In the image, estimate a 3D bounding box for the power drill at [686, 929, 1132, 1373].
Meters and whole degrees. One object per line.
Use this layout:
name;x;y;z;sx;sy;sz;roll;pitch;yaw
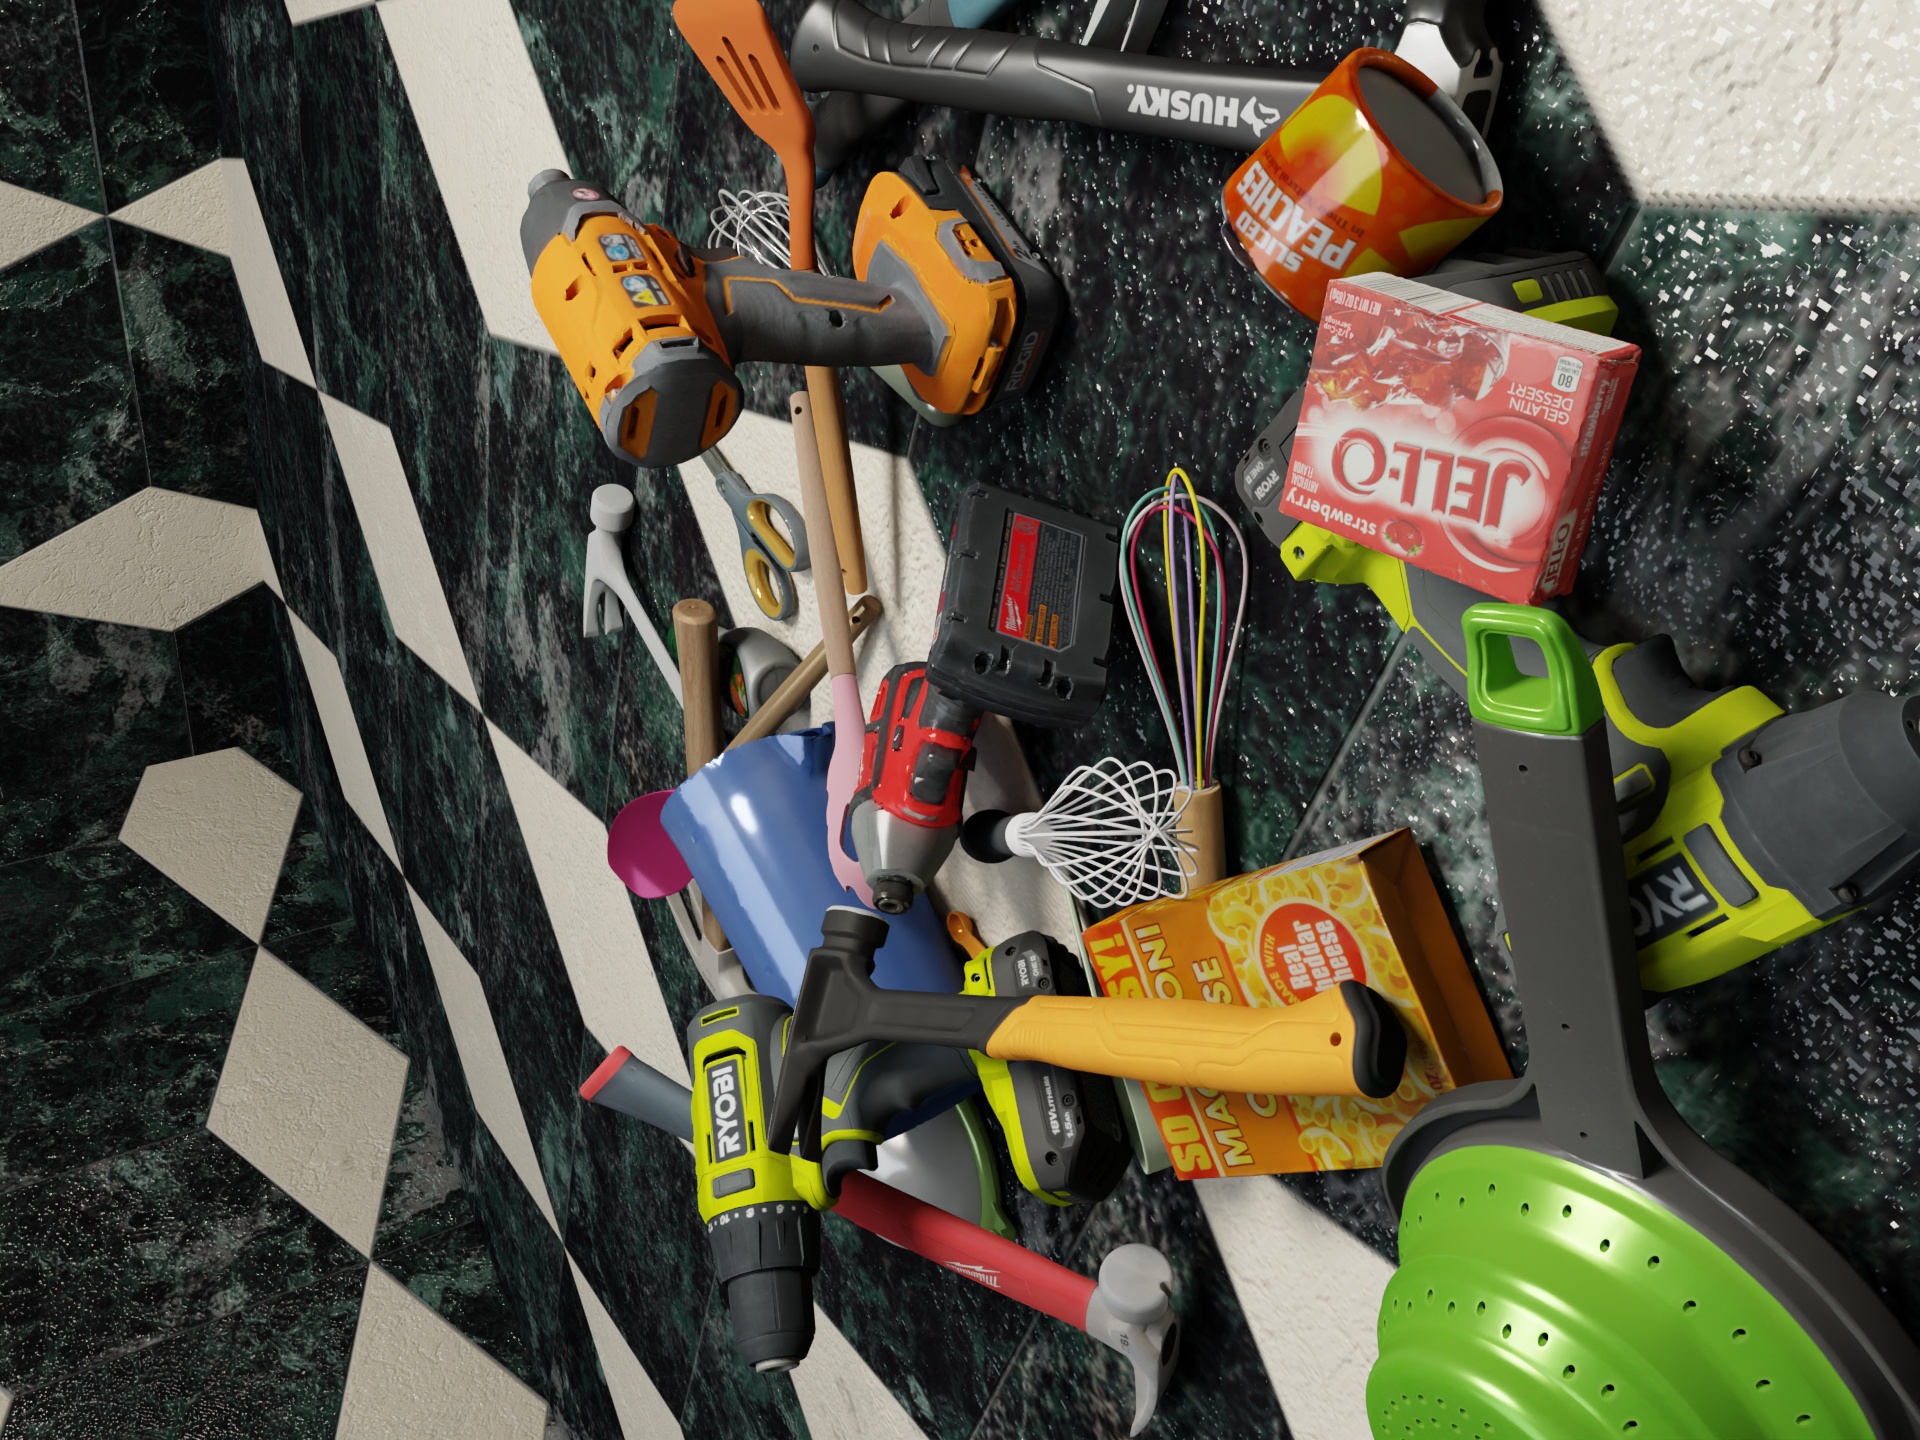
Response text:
power drill;-0.035;0.218;0.824;0.080;0.228;0.191;45;-151;-55

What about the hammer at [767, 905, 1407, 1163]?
hammer;0.038;0.143;0.695;0.337;0.034;0.127;-8;61;46

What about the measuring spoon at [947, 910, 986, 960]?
measuring spoon;0.029;0.151;0.923;0.117;0.011;0.021;46;138;35

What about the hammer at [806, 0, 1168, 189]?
hammer;-0.004;-0.326;0.741;0.331;0.033;0.128;-8;95;60

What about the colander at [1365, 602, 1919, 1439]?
colander;0.181;0.158;0.494;0.205;0.094;0.396;14;128;52

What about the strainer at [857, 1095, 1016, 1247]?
strainer;-0.059;0.237;1.044;0.151;0.069;0.256;-29;79;59

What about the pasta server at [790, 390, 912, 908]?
pasta server;-0.070;-0.048;0.932;0.040;0.060;0.316;42;-144;-69

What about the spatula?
spatula;-0.086;-0.214;0.844;0.081;0.041;0.322;24;131;47

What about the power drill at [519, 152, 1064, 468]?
power drill;-0.084;-0.203;0.734;0.164;0.226;0.084;58;146;27

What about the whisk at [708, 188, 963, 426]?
whisk;-0.071;-0.233;0.888;0.247;0.058;0.059;48;175;34

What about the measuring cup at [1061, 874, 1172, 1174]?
measuring cup;0.086;0.143;0.799;0.083;0.038;0.168;77;178;-53

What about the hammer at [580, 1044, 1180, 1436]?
hammer;-0.057;0.283;0.914;0.386;0.038;0.143;17;135;25

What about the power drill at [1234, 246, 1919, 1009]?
power drill;0.196;-0.031;0.499;0.223;0.080;0.171;61;147;17

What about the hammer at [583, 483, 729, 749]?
hammer;-0.200;0.004;1.211;0.406;0.035;0.144;56;145;29

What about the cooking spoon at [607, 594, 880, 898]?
cooking spoon;-0.145;0.022;1.043;0.069;0.017;0.318;45;124;0

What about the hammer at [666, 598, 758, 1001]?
hammer;-0.179;0.065;1.131;0.130;0.031;0.331;39;138;45

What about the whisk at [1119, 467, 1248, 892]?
whisk;0.103;0.010;0.703;0.047;0.051;0.244;17;120;49

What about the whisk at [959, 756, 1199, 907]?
whisk;0.043;0.054;0.771;0.284;0.070;0.070;164;91;-74

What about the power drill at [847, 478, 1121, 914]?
power drill;-0.001;-0.003;0.789;0.219;0.078;0.143;123;161;-53

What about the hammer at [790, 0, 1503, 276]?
hammer;0.049;-0.243;0.625;0.335;0.035;0.146;26;127;38
